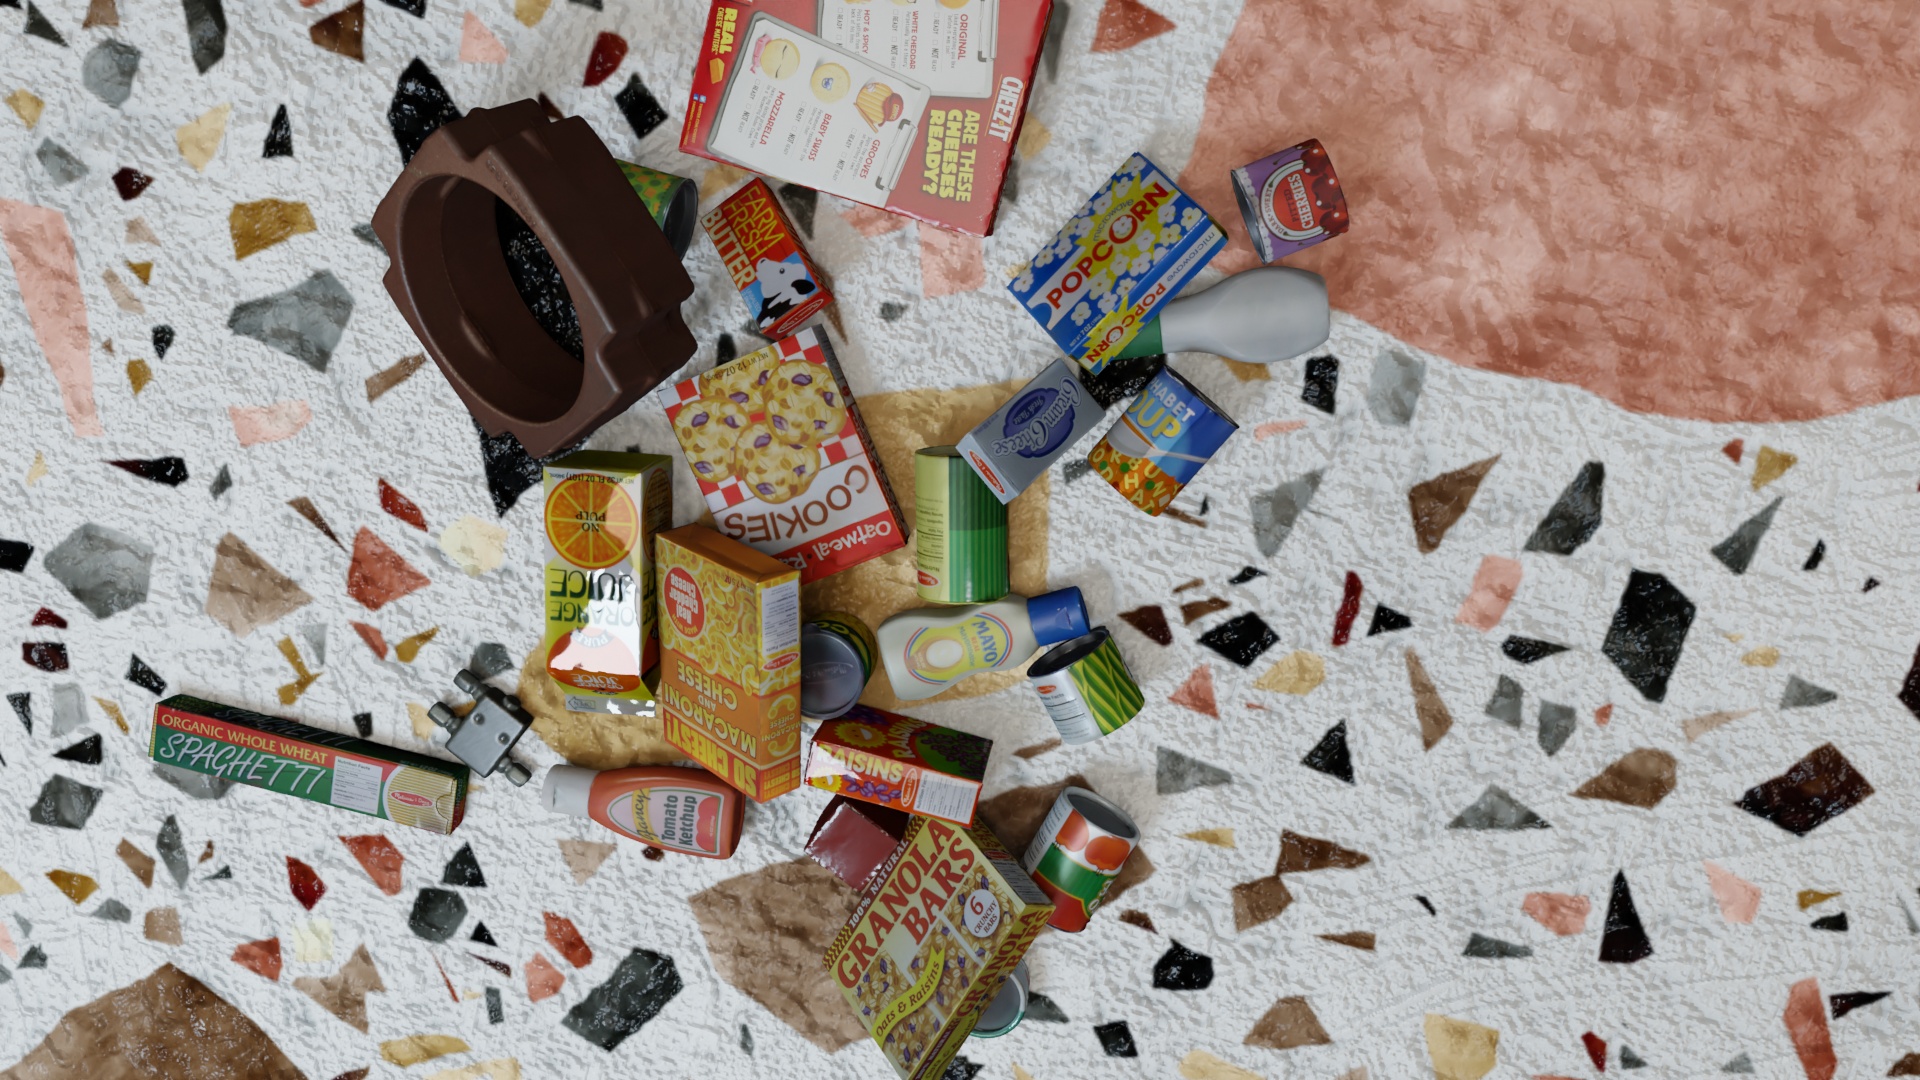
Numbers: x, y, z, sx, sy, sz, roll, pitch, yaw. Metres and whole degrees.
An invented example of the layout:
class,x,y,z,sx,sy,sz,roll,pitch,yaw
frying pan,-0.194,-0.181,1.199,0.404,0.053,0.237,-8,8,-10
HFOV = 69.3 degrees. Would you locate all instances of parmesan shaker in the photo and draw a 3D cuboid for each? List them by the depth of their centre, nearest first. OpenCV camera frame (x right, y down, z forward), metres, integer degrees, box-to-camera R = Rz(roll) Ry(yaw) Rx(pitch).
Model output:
class,x,y,z,sx,sy,sz,roll,pitch,yaw
parmesan shaker,0.003,-0.012,0.971,0.071,0.071,0.103,1,101,6

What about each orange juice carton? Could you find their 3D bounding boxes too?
class,x,y,z,sx,sy,sz,roll,pitch,yaw
orange juice carton,-0.254,0.035,1.008,0.072,0.073,0.192,4,102,6

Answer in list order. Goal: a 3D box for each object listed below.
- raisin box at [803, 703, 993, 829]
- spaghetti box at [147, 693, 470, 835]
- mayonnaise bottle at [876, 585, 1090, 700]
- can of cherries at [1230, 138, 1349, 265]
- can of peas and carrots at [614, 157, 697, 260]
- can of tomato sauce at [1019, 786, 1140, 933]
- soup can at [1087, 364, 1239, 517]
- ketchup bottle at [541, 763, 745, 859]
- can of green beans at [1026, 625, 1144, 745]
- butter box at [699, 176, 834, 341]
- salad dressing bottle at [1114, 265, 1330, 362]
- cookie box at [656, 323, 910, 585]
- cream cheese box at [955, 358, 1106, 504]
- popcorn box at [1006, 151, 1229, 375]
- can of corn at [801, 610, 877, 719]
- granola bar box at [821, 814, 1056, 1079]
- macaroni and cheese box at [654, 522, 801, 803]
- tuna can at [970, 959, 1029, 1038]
class,x,y,z,sx,sy,sz,roll,pitch,yaw
raisin box,-0.043,0.159,1.001,0.123,0.086,0.040,14,104,4
spaghetti box,-0.509,0.174,1.086,0.250,0.029,0.050,13,102,4
mayonnaise bottle,0.018,0.068,0.999,0.148,0.041,0.064,-16,98,10
can of cherries,0.215,-0.221,0.905,0.058,0.071,0.071,-20,98,10
can of peas and carrots,-0.221,-0.222,0.955,0.059,0.071,0.070,17,103,4
can of tomato sauce,0.085,0.233,1.012,0.071,0.071,0.083,29,102,0
soup can,0.135,-0.069,0.945,0.071,0.071,0.083,40,103,-2
ketchup bottle,-0.240,0.199,1.054,0.149,0.043,0.064,9,102,5
can of green beans,0.089,0.104,0.986,0.071,0.071,0.057,-27,98,11
butter box,-0.134,-0.194,0.955,0.053,0.024,0.104,-33,73,12
salad dressing bottle,0.172,-0.149,0.939,0.148,0.044,0.064,-5,103,9
cookie box,-0.124,-0.054,0.992,0.123,0.040,0.167,-21,98,10
cream cheese box,0.049,-0.076,0.944,0.053,0.024,0.104,50,57,-4
popcorn box,0.103,-0.184,0.920,0.126,0.038,0.085,-45,53,12
can of corn,-0.097,0.087,1.007,0.071,0.058,0.071,1,101,6
granola bar box,-0.019,0.287,1.013,0.124,0.039,0.165,43,107,40
macaroni and cheese box,-0.163,0.084,0.980,0.124,0.040,0.165,21,118,42
tuna can,0.017,0.343,1.058,0.071,0.033,0.071,1,101,6
